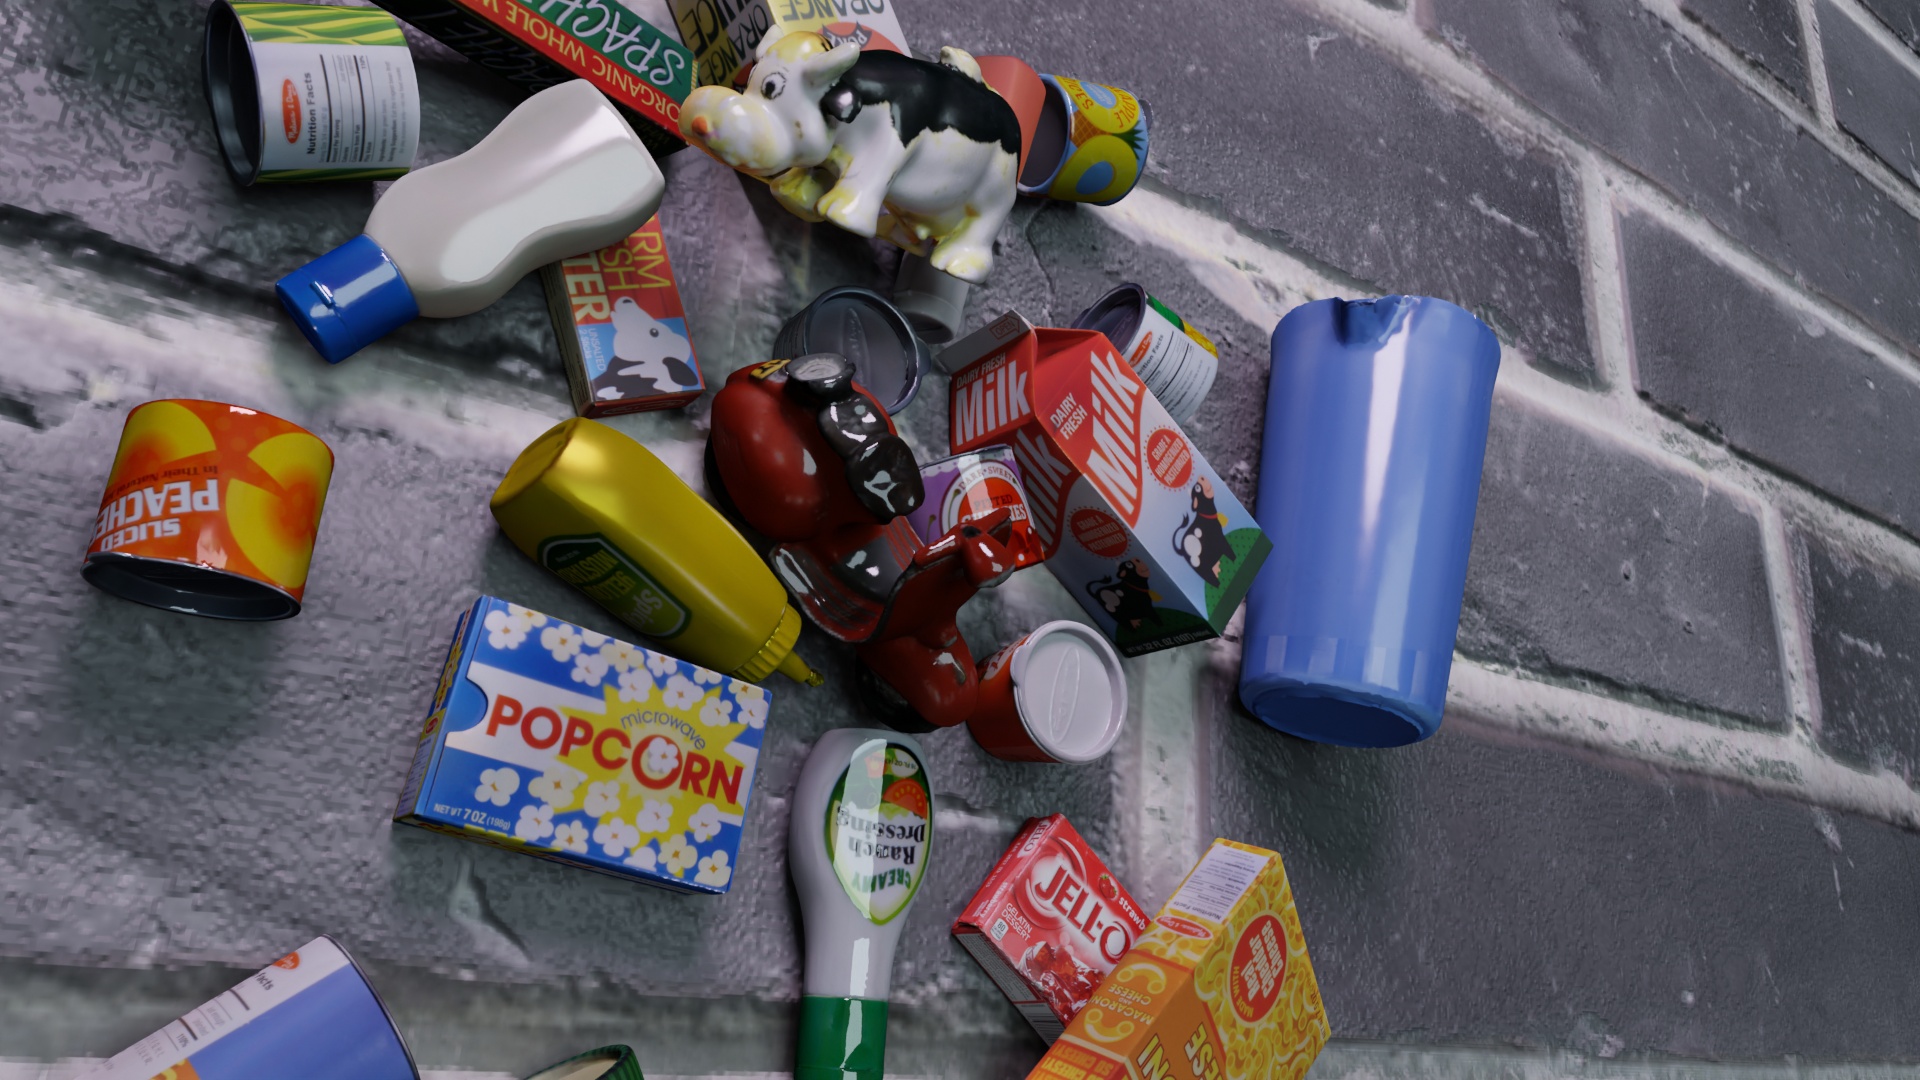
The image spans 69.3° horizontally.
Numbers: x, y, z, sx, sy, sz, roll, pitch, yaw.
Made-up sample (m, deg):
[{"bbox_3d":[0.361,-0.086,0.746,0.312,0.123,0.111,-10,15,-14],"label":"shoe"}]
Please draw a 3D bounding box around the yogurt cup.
[{"bbox_3d":[0.039,0.076,0.668,0.072,0.053,0.072,12,70,-34],"label":"yogurt cup"}]

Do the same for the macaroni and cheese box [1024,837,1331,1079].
[{"bbox_3d":[0.109,0.243,0.654,0.167,0.040,0.123,-39,120,-38],"label":"macaroni and cheese box"}]

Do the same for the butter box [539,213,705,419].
[{"bbox_3d":[-0.151,-0.107,0.604,0.053,0.024,0.103,-12,83,-37],"label":"butter box"}]

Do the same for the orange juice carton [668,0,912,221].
[{"bbox_3d":[-0.083,-0.248,0.668,0.072,0.073,0.192,-22,90,-39],"label":"orange juice carton"}]

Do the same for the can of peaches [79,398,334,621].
[{"bbox_3d":[-0.254,-0.010,0.470,0.071,0.071,0.058,17,66,-32],"label":"can of peaches"}]

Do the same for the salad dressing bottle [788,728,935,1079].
[{"bbox_3d":[-0.045,0.156,0.589,0.064,0.044,0.148,17,67,-32],"label":"salad dressing bottle"}]

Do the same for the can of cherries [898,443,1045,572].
[{"bbox_3d":[0.002,-0.008,0.657,0.072,0.071,0.058,-13,85,-38],"label":"can of cherries"}]

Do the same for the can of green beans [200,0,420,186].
[{"bbox_3d":[-0.246,-0.169,0.528,0.058,0.071,0.071,-14,85,-39],"label":"can of green beans"}]

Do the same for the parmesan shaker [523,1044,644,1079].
[{"bbox_3d":[-0.125,0.239,0.488,0.071,0.071,0.103,-20,88,-39],"label":"parmesan shaker"}]

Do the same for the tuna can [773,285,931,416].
[{"bbox_3d":[-0.052,-0.085,0.665,0.071,0.032,0.071,12,70,-33],"label":"tuna can"}]

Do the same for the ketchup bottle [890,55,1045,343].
[{"bbox_3d":[-0.002,-0.175,0.714,0.043,0.064,0.149,32,67,-44],"label":"ketchup bottle"}]

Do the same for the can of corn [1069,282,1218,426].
[{"bbox_3d":[0.097,-0.098,0.760,0.058,0.071,0.071,32,59,-26],"label":"can of corn"}]

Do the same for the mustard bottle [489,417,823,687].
[{"bbox_3d":[-0.113,0.017,0.571,0.160,0.065,0.049,42,50,-25],"label":"mustard bottle"}]

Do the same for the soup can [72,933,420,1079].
[{"bbox_3d":[-0.223,0.178,0.437,0.084,0.071,0.071,-29,94,-38],"label":"soup can"}]

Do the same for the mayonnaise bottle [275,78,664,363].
[{"bbox_3d":[-0.193,-0.123,0.549,0.149,0.041,0.065,-38,91,-23],"label":"mayonnaise bottle"}]

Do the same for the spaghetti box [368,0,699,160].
[{"bbox_3d":[-0.206,-0.229,0.553,0.250,0.028,0.050,22,63,-50],"label":"spaghetti box"}]

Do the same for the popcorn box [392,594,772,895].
[{"bbox_3d":[-0.143,0.083,0.543,0.126,0.038,0.085,23,64,-29],"label":"popcorn box"}]

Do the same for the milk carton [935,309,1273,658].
[{"bbox_3d":[0.067,-0.035,0.712,0.190,0.072,0.074,48,54,-14],"label":"milk carton"}]

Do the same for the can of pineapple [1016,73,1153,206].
[{"bbox_3d":[0.062,-0.223,0.769,0.058,0.071,0.071,-4,78,-37],"label":"can of pineapple"}]
